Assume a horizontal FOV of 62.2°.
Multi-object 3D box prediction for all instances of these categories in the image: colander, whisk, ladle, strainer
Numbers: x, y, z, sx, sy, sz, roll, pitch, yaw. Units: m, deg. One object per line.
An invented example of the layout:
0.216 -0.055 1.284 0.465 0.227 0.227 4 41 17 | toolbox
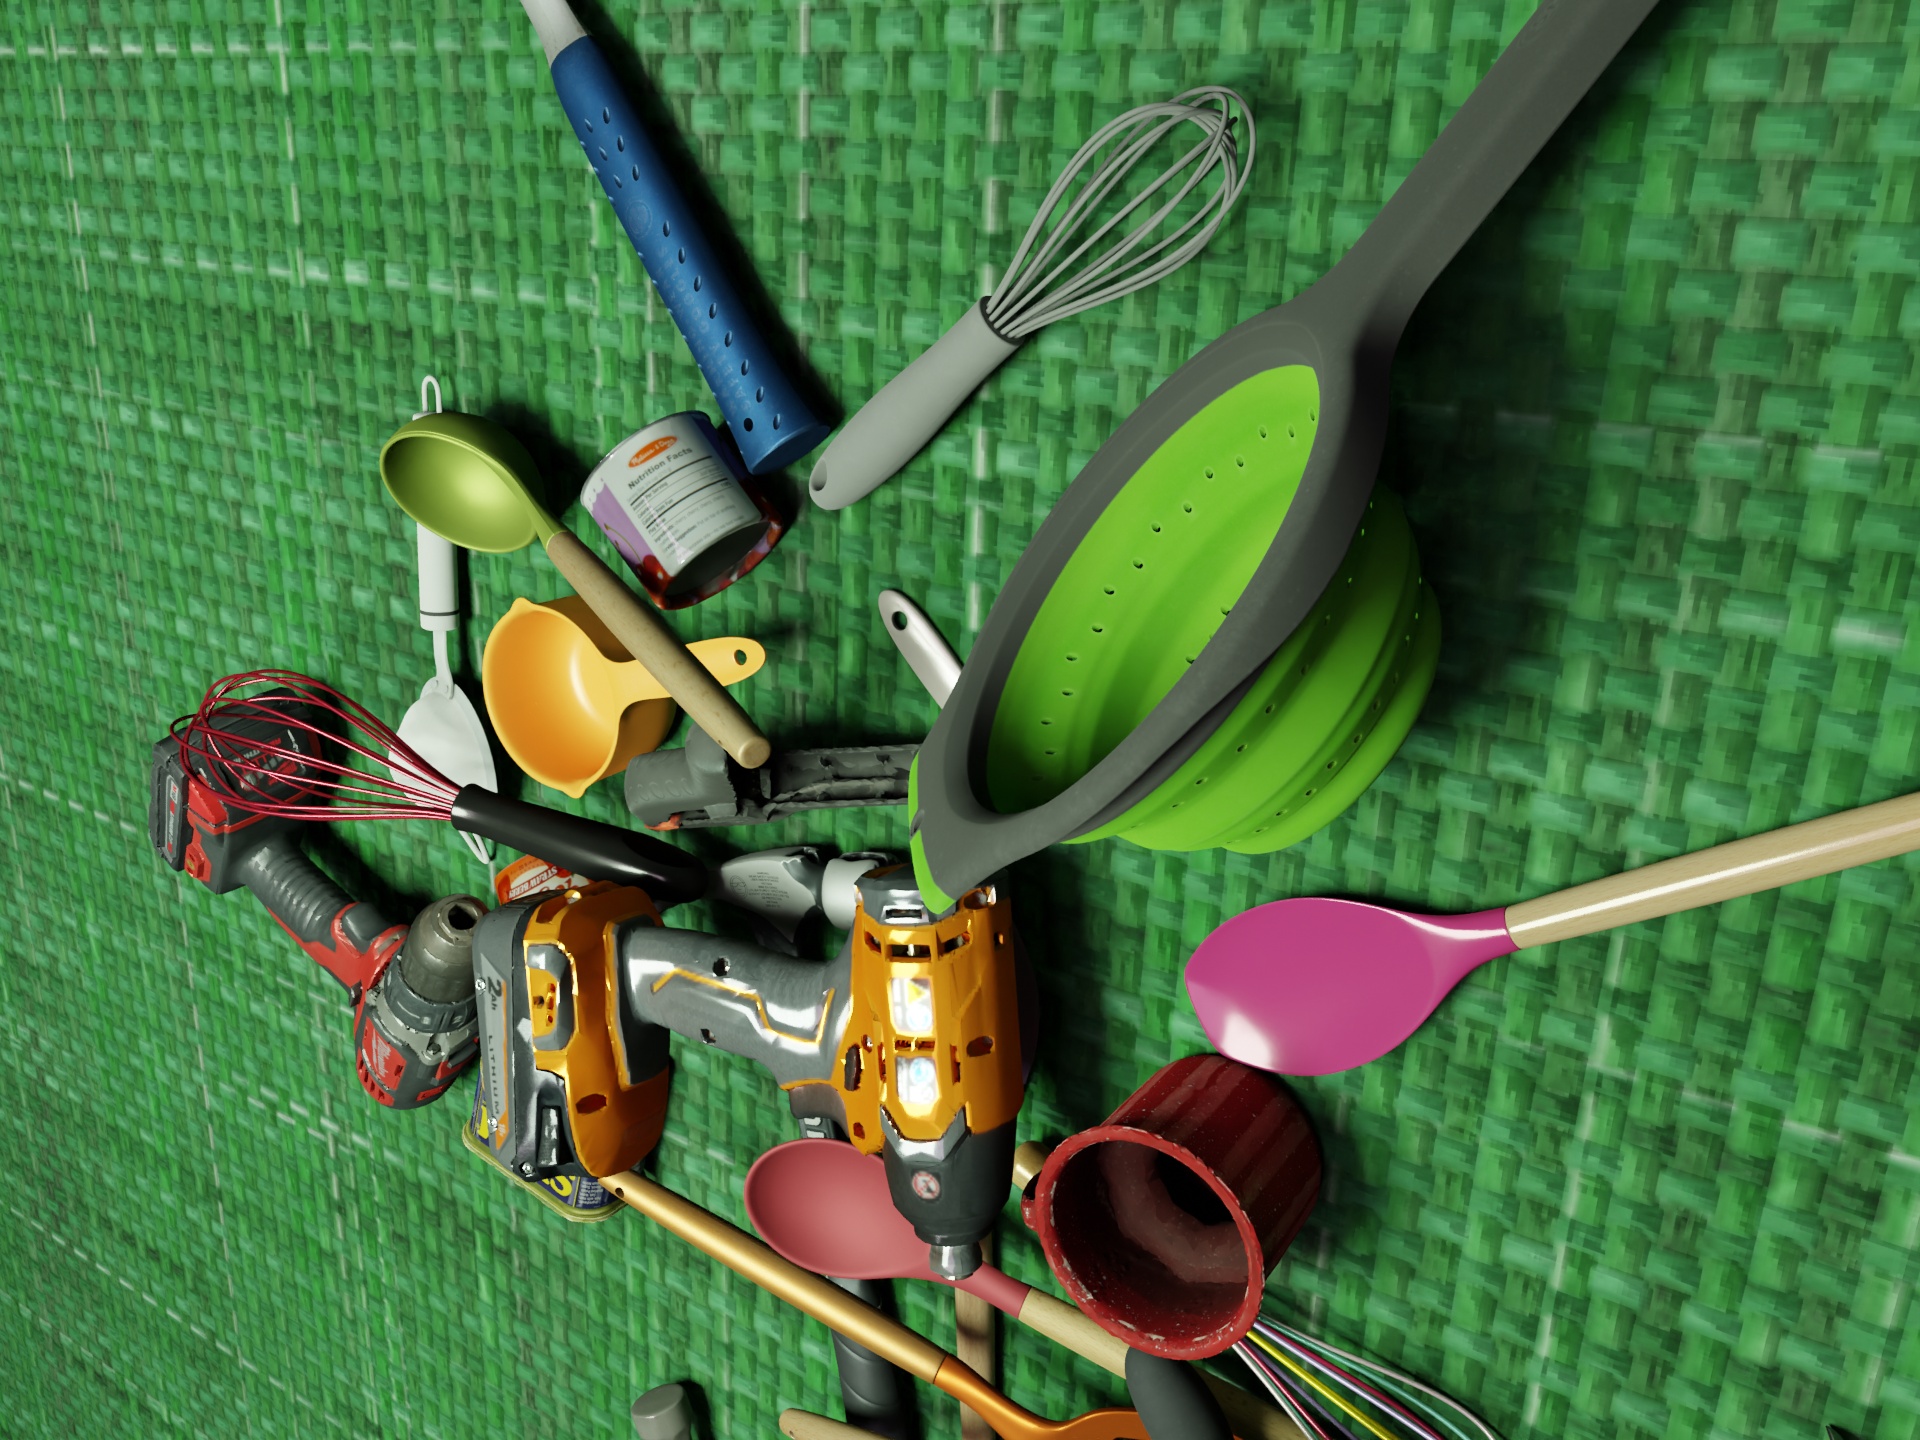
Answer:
0.133 -0.086 0.492 0.094 0.205 0.397 32 108 -17 | colander
-0.252 0.035 0.759 0.296 0.073 0.073 16 113 16 | whisk
-0.165 -0.054 0.658 0.320 0.062 0.078 41 167 45 | ladle
0.016 -0.144 0.586 0.239 0.055 0.055 -36 84 40 | whisk
0.144 0.367 0.633 0.070 0.070 0.284 -29 92 36 | whisk
-0.267 -0.044 0.810 0.087 0.050 0.258 18 111 44 | strainer
0.051 0.257 0.671 0.315 0.031 0.069 22 110 16 | ladle
0.118 0.249 0.641 0.245 0.047 0.051 32 109 26 | whisk

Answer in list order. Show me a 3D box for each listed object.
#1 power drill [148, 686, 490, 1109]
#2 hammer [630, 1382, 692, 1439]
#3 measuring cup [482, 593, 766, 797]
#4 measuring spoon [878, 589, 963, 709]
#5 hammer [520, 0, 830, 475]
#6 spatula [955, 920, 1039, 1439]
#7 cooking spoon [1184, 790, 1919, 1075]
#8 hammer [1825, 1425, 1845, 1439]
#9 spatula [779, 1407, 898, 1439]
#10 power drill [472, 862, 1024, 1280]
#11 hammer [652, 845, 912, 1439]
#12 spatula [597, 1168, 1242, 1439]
-0.333 0.090 0.854 0.227 0.080 0.187 47 138 10 | power drill
-0.044 0.414 0.761 0.331 0.031 0.130 -8 101 46 | hammer
-0.141 -0.022 0.724 0.173 0.052 0.095 -10 99 34 | measuring cup
-0.001 -0.002 0.655 0.034 0.018 0.124 -41 80 36 | measuring spoon
-0.171 -0.286 0.671 0.144 0.035 0.405 -30 87 36 | hammer
0.008 0.227 0.720 0.060 0.018 0.315 5 107 19 | spatula
0.211 0.063 0.534 0.319 0.017 0.069 -24 89 37 | cooking spoon
0.181 0.357 0.575 0.337 0.034 0.127 -23 91 18 | hammer
0.021 0.323 0.671 0.317 0.044 0.082 -11 109 50 | spatula
-0.083 0.142 0.654 0.226 0.084 0.164 -3 93 21 | power drill
-0.060 0.256 0.765 0.149 0.036 0.409 -1 104 35 | hammer
-0.026 0.275 0.717 0.323 0.041 0.081 24 115 18 | spatula
